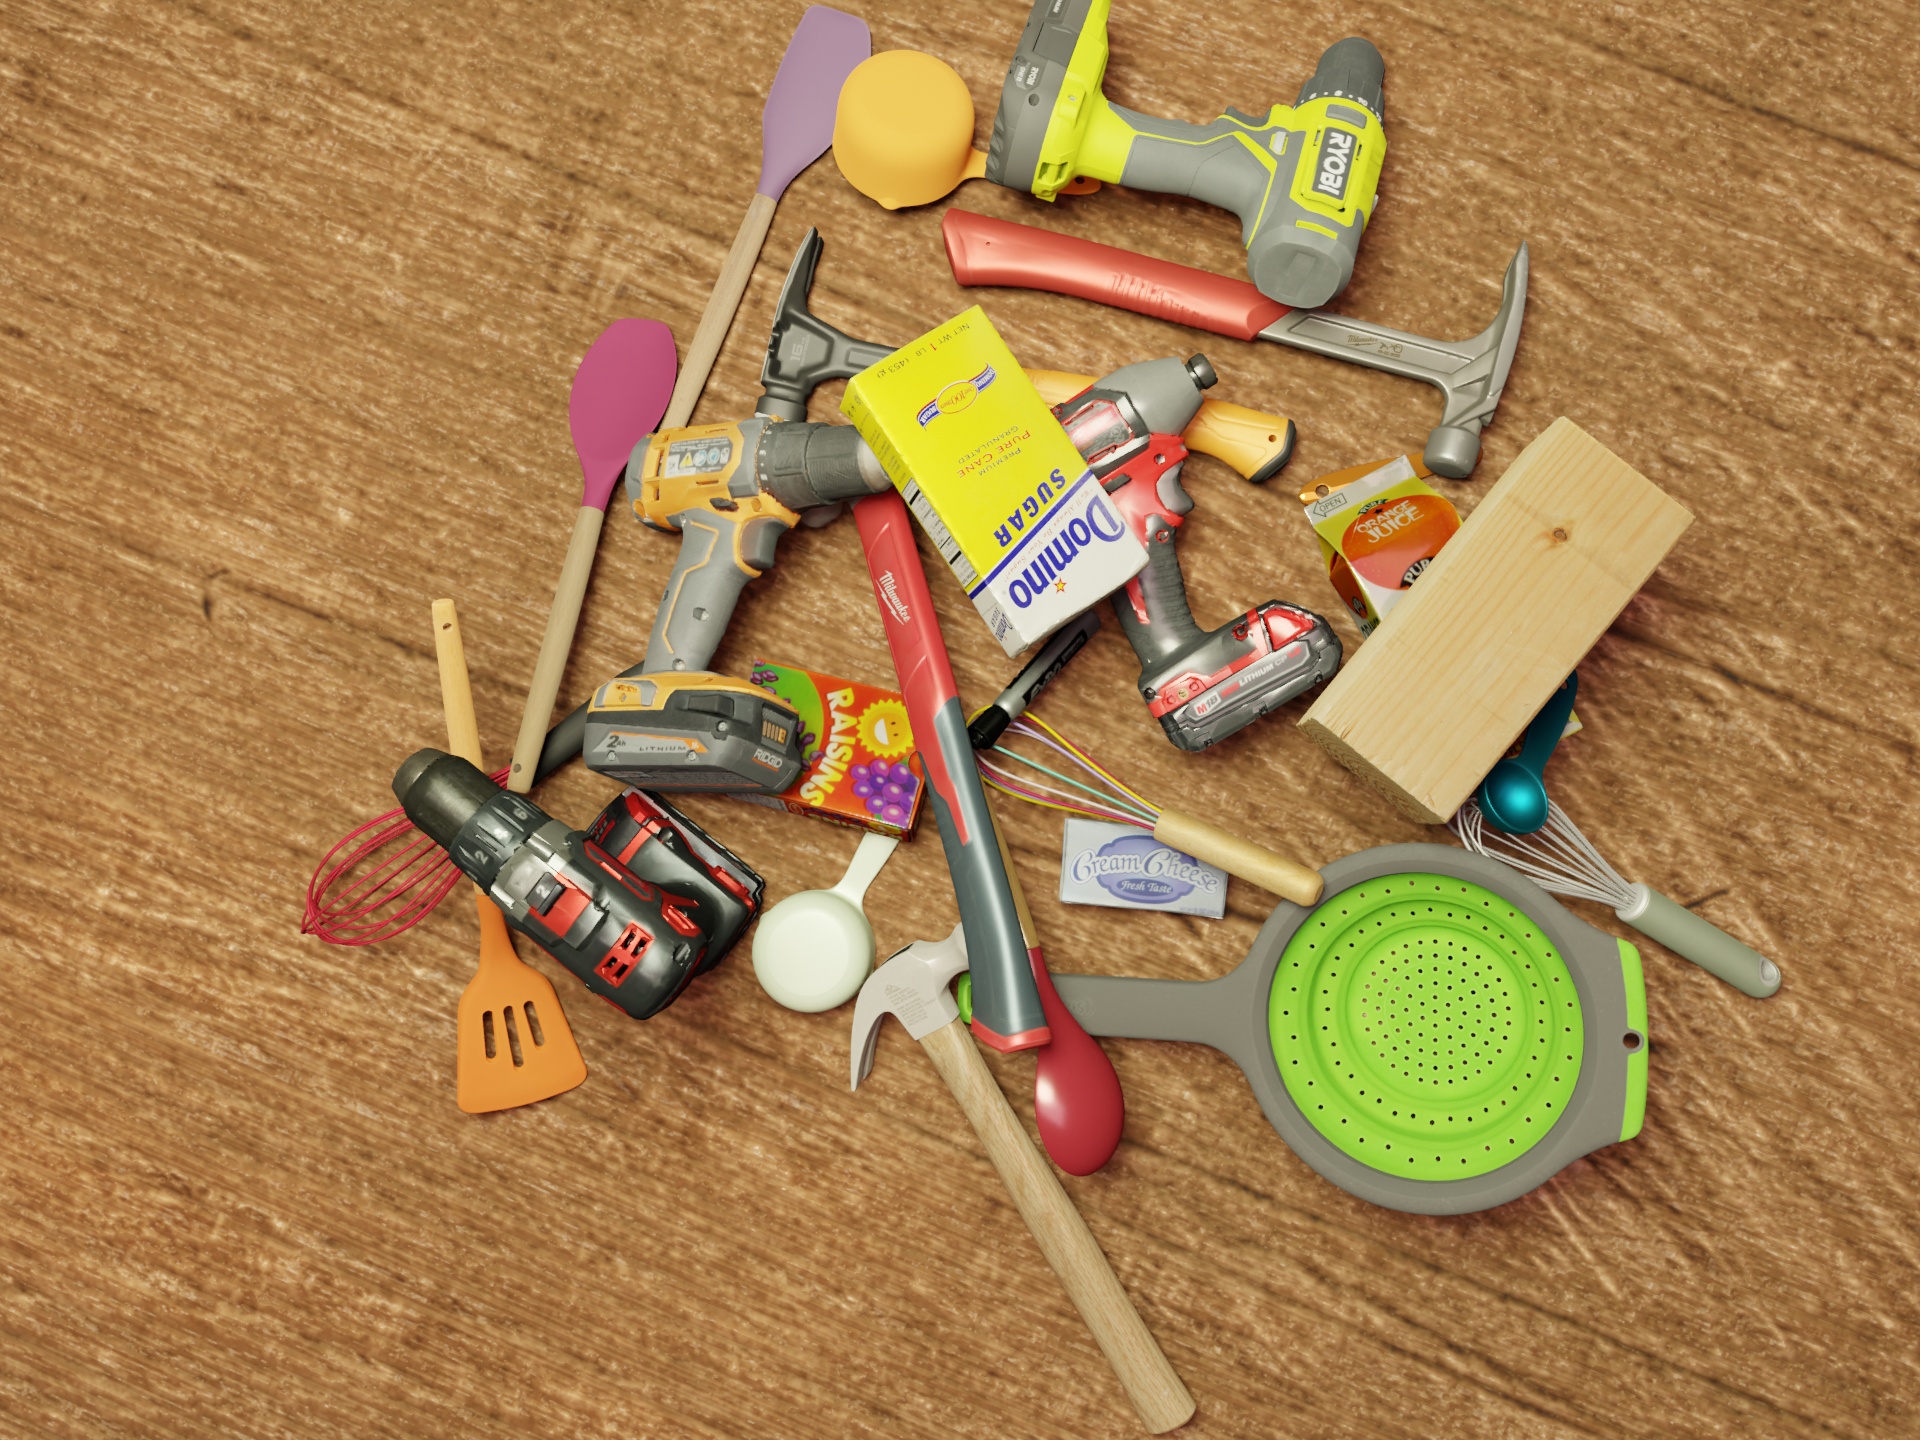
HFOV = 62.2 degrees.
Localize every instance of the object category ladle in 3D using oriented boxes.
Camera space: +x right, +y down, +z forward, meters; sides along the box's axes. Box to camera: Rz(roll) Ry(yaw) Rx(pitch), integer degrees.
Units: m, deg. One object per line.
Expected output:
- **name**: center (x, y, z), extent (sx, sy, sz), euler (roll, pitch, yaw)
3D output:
- **ladle**: center (0.032, 0.111, 0.939), extent (0.031, 0.069, 0.315), euler (-32, 73, 44)

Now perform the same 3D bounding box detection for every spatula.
- **spatula**: center (-0.133, -0.313, 1.027), extent (0.060, 0.018, 0.316), euler (23, 88, 7)
- **spatula**: center (-0.289, 0.085, 0.966), extent (0.081, 0.041, 0.322), euler (-11, 111, -21)

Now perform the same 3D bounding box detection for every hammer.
- **hammer**: center (0.043, 0.285, 0.966), extent (0.130, 0.031, 0.331), euler (-30, 90, 23)
- **hammer**: center (0.163, -0.268, 0.989), extent (0.359, 0.036, 0.149), euler (17, 83, 6)
- **hammer**: center (-0.001, -0.003, 0.922), extent (0.143, 0.038, 0.387), euler (-27, 70, 33)
- **hammer**: center (0.045, -0.214, 1.001), extent (0.337, 0.034, 0.127), euler (13, 90, 5)

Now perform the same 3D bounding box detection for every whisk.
- **whisk**: center (0.101, 0.049, 0.945), extent (0.245, 0.051, 0.047), euler (24, 77, 26)
- **whisk**: center (-0.293, 0.046, 1.005), extent (0.296, 0.073, 0.073), euler (-37, 85, -3)
- **whisk**: center (0.384, 0.102, 0.925), extent (0.246, 0.059, 0.058), euler (29, 61, -14)

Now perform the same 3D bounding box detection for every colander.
- **colander**: center (0.195, 0.174, 0.953), extent (0.397, 0.094, 0.204), euler (0, 86, 22)

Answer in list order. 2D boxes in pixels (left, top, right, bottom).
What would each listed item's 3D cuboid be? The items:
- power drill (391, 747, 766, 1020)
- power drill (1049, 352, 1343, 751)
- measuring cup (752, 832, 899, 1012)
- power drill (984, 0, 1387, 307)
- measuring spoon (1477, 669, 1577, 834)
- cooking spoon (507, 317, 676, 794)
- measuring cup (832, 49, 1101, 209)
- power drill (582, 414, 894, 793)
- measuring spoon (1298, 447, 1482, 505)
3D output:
- **power drill**: center (-0.212, 0.084, 0.910), extent (0.188, 0.226, 0.080), euler (37, 91, 5)
- **power drill**: center (0.130, -0.104, 0.949), extent (0.143, 0.078, 0.219), euler (-32, 91, 11)
- **measuring cup**: center (-0.070, 0.106, 0.992), extent (0.083, 0.038, 0.167), euler (30, 91, 5)
- **power drill**: center (0.145, -0.362, 0.956), extent (0.228, 0.080, 0.191), euler (18, 65, 0)
- **measuring spoon**: center (0.316, 0.015, 0.885), extent (0.042, 0.021, 0.129), euler (38, 56, -4)
- **cooking spoon**: center (-0.238, -0.108, 1.002), extent (0.069, 0.017, 0.319), euler (9, 77, 12)
- **measuring cup**: center (0.007, -0.365, 0.993), extent (0.173, 0.052, 0.095), euler (11, 69, -2)
- **power drill**: center (-0.125, -0.074, 0.939), extent (0.185, 0.084, 0.226), euler (-1, 73, 29)
- **measuring spoon**: center (0.268, -0.154, 0.990), extent (0.117, 0.011, 0.021), euler (-15, 86, 4)
